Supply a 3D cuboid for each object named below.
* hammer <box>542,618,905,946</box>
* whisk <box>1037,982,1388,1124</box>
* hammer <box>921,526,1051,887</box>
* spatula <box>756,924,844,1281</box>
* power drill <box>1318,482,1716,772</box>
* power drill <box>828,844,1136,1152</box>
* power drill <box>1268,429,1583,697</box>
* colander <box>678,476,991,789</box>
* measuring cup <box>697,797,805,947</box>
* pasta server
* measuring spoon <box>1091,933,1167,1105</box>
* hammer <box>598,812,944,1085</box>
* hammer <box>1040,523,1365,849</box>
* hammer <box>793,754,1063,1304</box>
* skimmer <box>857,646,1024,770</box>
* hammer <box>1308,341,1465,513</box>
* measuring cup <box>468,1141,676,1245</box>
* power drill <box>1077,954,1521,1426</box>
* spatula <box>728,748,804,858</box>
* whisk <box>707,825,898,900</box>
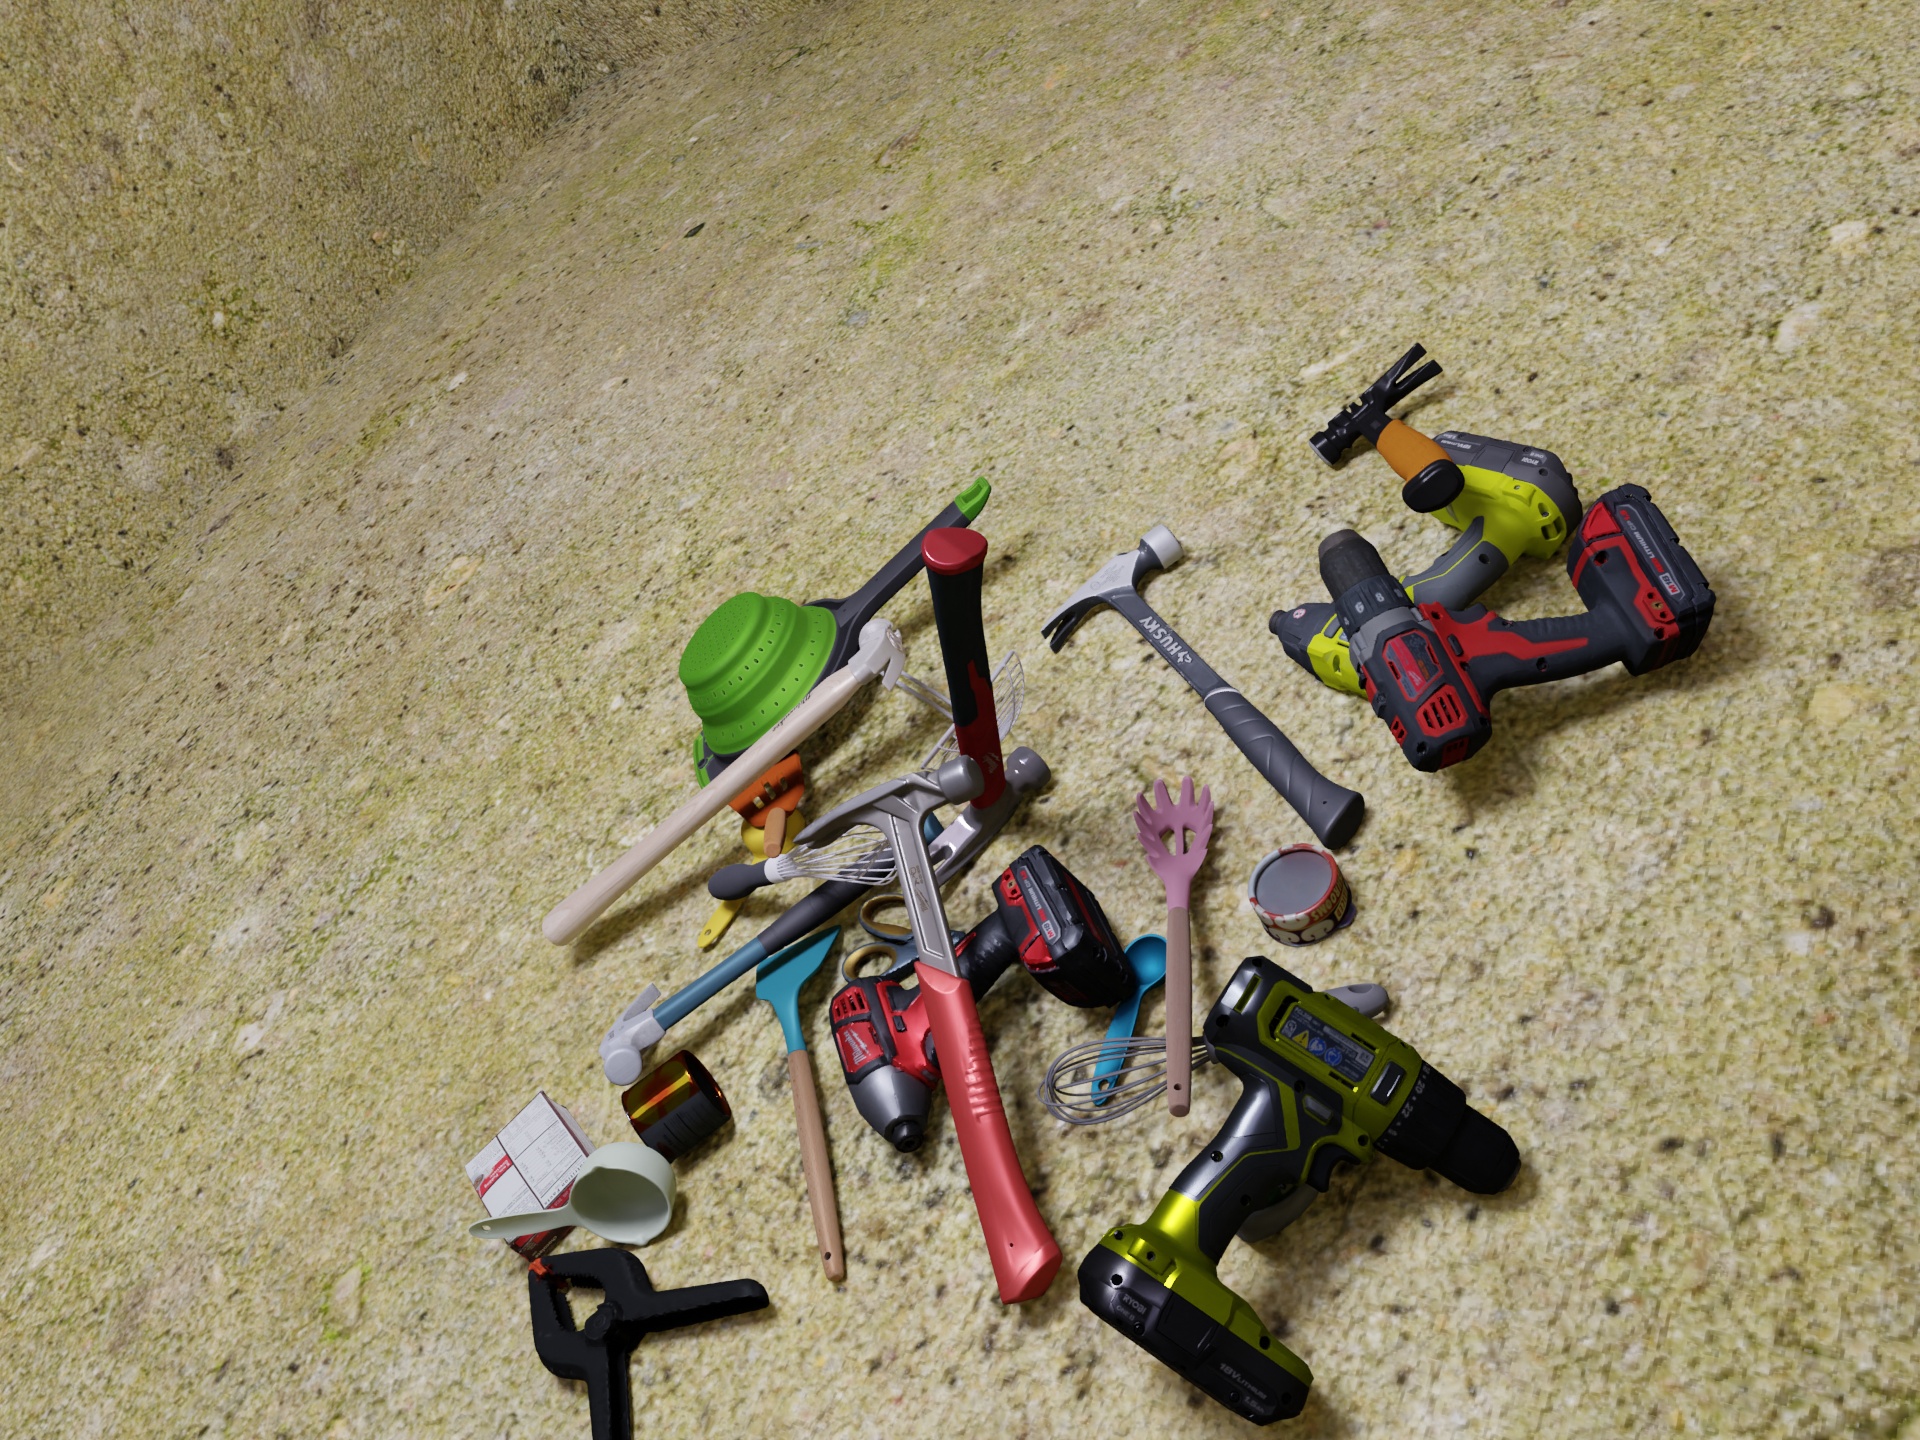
[{"bbox_3d":[-0.210,0.065,1.384,0.410,0.038,0.146,-40,13,9],"label":"hammer"},{"bbox_3d":[0.164,0.215,1.043,0.239,0.055,0.055,-19,40,10],"label":"whisk"},{"bbox_3d":[-0.002,-0.004,1.142,0.038,0.386,0.143,38,71,23],"label":"hammer"},{"bbox_3d":[-0.112,0.279,1.202,0.082,0.044,0.318,-27,44,10],"label":"spatula"},{"bbox_3d":[0.375,-0.083,1.106,0.226,0.080,0.188,-22,64,1],"label":"power drill"},{"bbox_3d":[0.008,0.204,1.137,0.219,0.078,0.143,-38,38,11],"label":"power drill"},{"bbox_3d":[0.356,-0.114,1.227,0.223,0.080,0.171,-49,41,-12],"label":"power drill"},{"bbox_3d":[-0.140,-0.109,1.496,0.397,0.094,0.205,-43,30,10],"label":"colander"},{"bbox_3d":[-0.193,0.131,1.405,0.062,0.029,0.157,4,50,39],"label":"measuring cup"},{"bbox_3d":[0.149,0.145,1.092,0.060,0.040,0.316,-7,32,12],"label":"pasta server"},{"bbox_3d":[0.120,0.211,1.111,0.042,0.021,0.129,2,60,42],"label":"measuring spoon"},{"bbox_3d":[-0.149,0.177,1.297,0.331,0.033,0.128,-35,10,-9],"label":"hammer"},{"bbox_3d":[0.197,-0.025,1.281,0.149,0.036,0.409,-36,38,1],"label":"hammer"},{"bbox_3d":[-0.012,0.208,1.071,0.149,0.036,0.359,-26,64,21],"label":"hammer"},{"bbox_3d":[-0.063,-0.051,1.451,0.127,0.090,0.364,-52,40,-5],"label":"skimmer"},{"bbox_3d":[0.351,-0.224,1.254,0.127,0.034,0.337,-42,12,17],"label":"hammer"},{"bbox_3d":[-0.291,0.359,1.195,0.167,0.083,0.038,-14,26,14],"label":"measuring cup"},{"bbox_3d":[0.191,0.273,0.903,0.190,0.080,0.228,33,74,10],"label":"power drill"},{"bbox_3d":[-0.158,0.075,1.313,0.081,0.041,0.322,-37,7,-2],"label":"spatula"},{"bbox_3d":[-0.126,0.115,1.281,0.284,0.070,0.070,-20,36,49],"label":"whisk"}]
